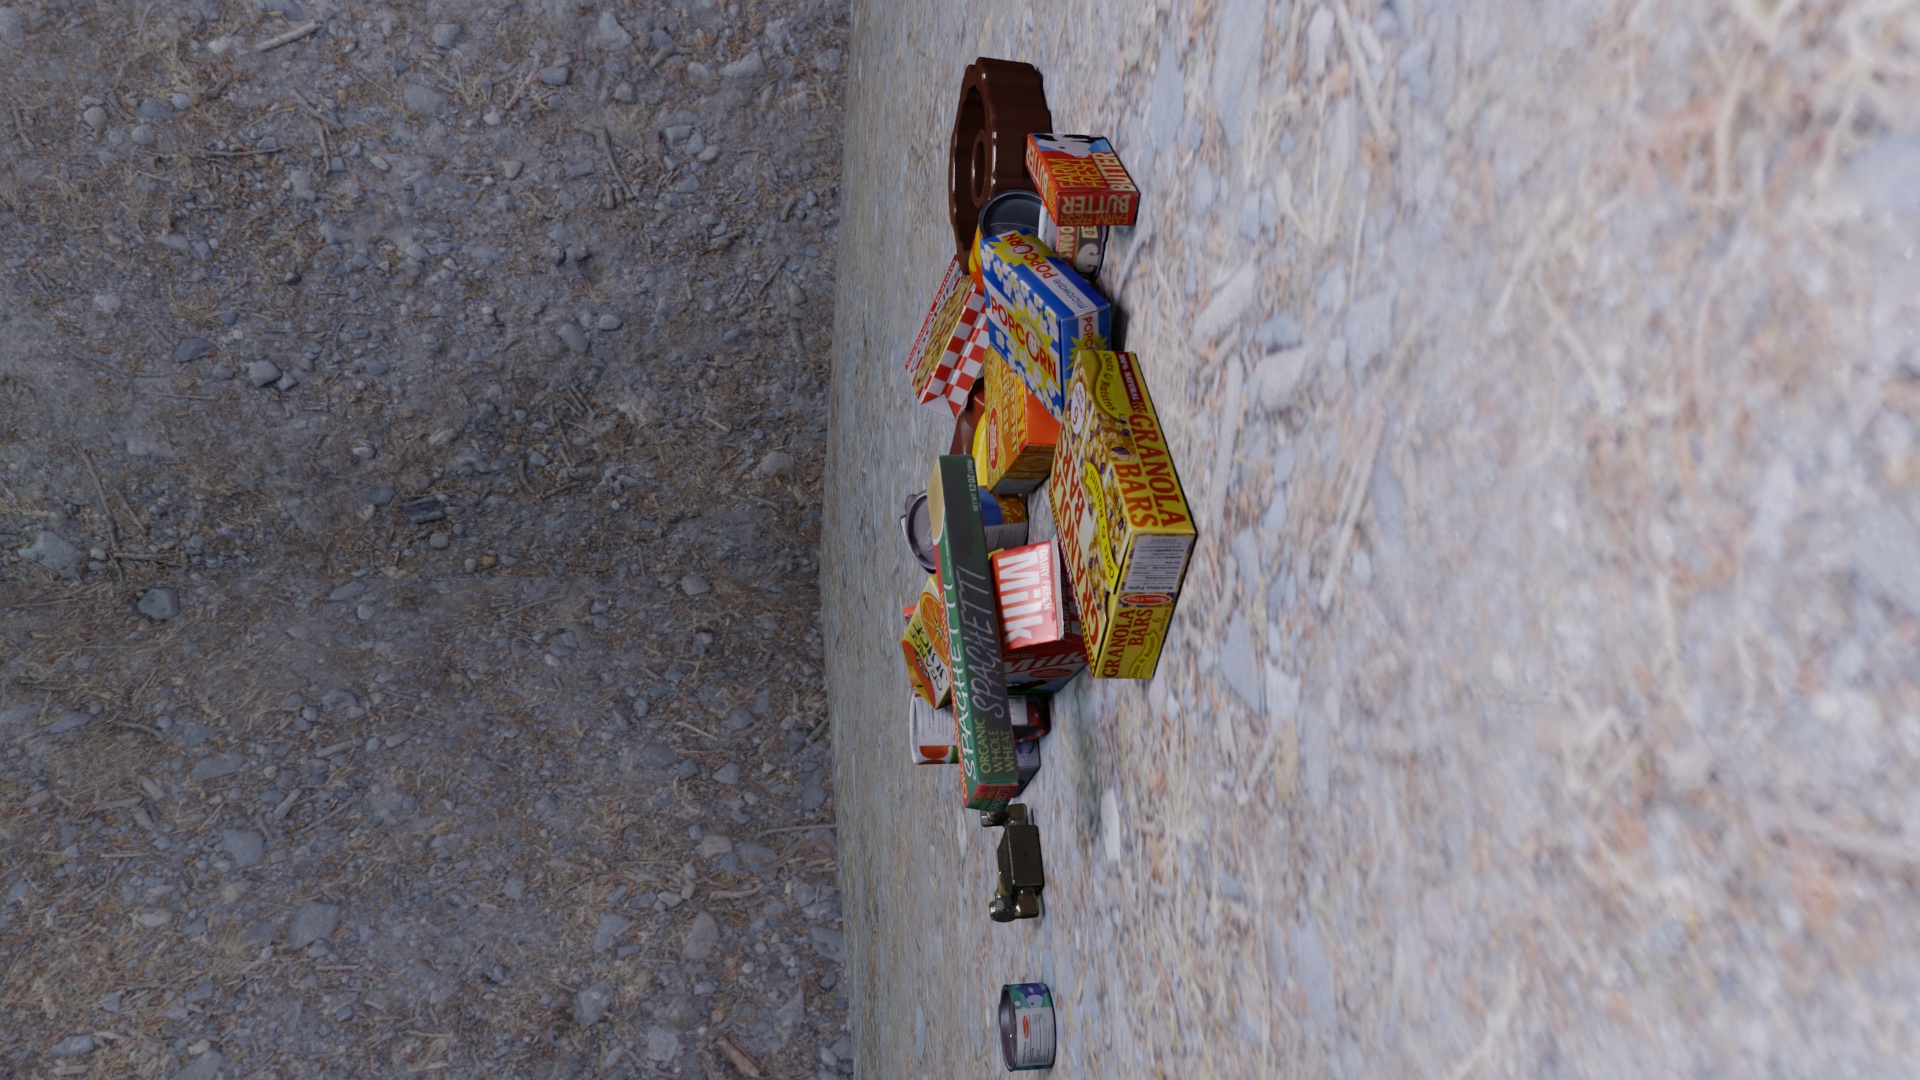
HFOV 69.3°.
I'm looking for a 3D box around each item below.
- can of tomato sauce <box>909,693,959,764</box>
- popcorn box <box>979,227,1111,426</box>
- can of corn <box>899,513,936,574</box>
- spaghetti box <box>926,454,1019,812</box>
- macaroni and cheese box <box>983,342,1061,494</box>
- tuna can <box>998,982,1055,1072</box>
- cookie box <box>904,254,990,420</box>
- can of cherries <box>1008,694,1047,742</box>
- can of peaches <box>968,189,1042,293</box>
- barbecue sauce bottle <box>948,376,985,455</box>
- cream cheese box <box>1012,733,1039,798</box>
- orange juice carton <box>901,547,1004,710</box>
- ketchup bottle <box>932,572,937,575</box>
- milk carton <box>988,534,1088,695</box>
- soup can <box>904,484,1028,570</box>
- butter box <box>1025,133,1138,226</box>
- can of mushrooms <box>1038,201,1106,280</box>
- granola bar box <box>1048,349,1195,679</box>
[{"bbox_3d":[-0.002,0.173,1.278,0.071,0.083,0.071,-178,88,-81],"label":"can of tomato sauce"},{"bbox_3d":[0.057,-0.143,0.928,0.127,0.038,0.084,-125,21,-47],"label":"popcorn box"},{"bbox_3d":[-0.017,-0.009,1.373,0.071,0.058,0.071,55,-164,-24],"label":"can of corn"},{"bbox_3d":[0.007,0.058,0.942,0.050,0.029,0.251,110,156,-57],"label":"spaghetti box"},{"bbox_3d":[0.052,-0.113,1.084,0.166,0.040,0.124,130,139,-76],"label":"macaroni and cheese box"},{"bbox_3d":[0.052,0.387,1.107,0.071,0.033,0.071,-178,88,-80],"label":"tuna can"},{"bbox_3d":[-0.003,-0.191,1.281,0.122,0.040,0.168,-64,14,14],"label":"cookie box"},{"bbox_3d":[0.036,0.128,1.110,0.071,0.071,0.058,112,155,-66],"label":"can of cherries"},{"bbox_3d":[0.042,-0.221,1.057,0.057,0.071,0.071,111,157,-66],"label":"can of peaches"},{"bbox_3d":[0.016,-0.093,1.291,0.147,0.044,0.065,105,161,-56],"label":"barbecue sauce bottle"},{"bbox_3d":[0.044,0.181,1.181,0.103,0.024,0.053,109,158,-64],"label":"cream cheese box"},{"bbox_3d":[0.003,0.086,1.197,0.073,0.072,0.191,62,159,18],"label":"orange juice carton"},{"bbox_3d":[-0.006,0.047,1.417,0.064,0.043,0.149,97,169,-52],"label":"ketchup bottle"},{"bbox_3d":[0.050,0.058,0.993,0.190,0.073,0.072,116,151,-69],"label":"milk carton"},{"bbox_3d":[0.004,-0.015,1.166,0.071,0.084,0.071,7,100,44],"label":"soup can"},{"bbox_3d":[0.076,-0.233,0.892,0.104,0.053,0.024,-103,14,-53],"label":"butter box"},{"bbox_3d":[0.076,-0.213,0.955,0.071,0.033,0.071,-177,88,-81],"label":"can of mushrooms"},{"bbox_3d":[0.092,-0.018,0.844,0.166,0.039,0.123,-100,13,-46],"label":"granola bar box"}]
